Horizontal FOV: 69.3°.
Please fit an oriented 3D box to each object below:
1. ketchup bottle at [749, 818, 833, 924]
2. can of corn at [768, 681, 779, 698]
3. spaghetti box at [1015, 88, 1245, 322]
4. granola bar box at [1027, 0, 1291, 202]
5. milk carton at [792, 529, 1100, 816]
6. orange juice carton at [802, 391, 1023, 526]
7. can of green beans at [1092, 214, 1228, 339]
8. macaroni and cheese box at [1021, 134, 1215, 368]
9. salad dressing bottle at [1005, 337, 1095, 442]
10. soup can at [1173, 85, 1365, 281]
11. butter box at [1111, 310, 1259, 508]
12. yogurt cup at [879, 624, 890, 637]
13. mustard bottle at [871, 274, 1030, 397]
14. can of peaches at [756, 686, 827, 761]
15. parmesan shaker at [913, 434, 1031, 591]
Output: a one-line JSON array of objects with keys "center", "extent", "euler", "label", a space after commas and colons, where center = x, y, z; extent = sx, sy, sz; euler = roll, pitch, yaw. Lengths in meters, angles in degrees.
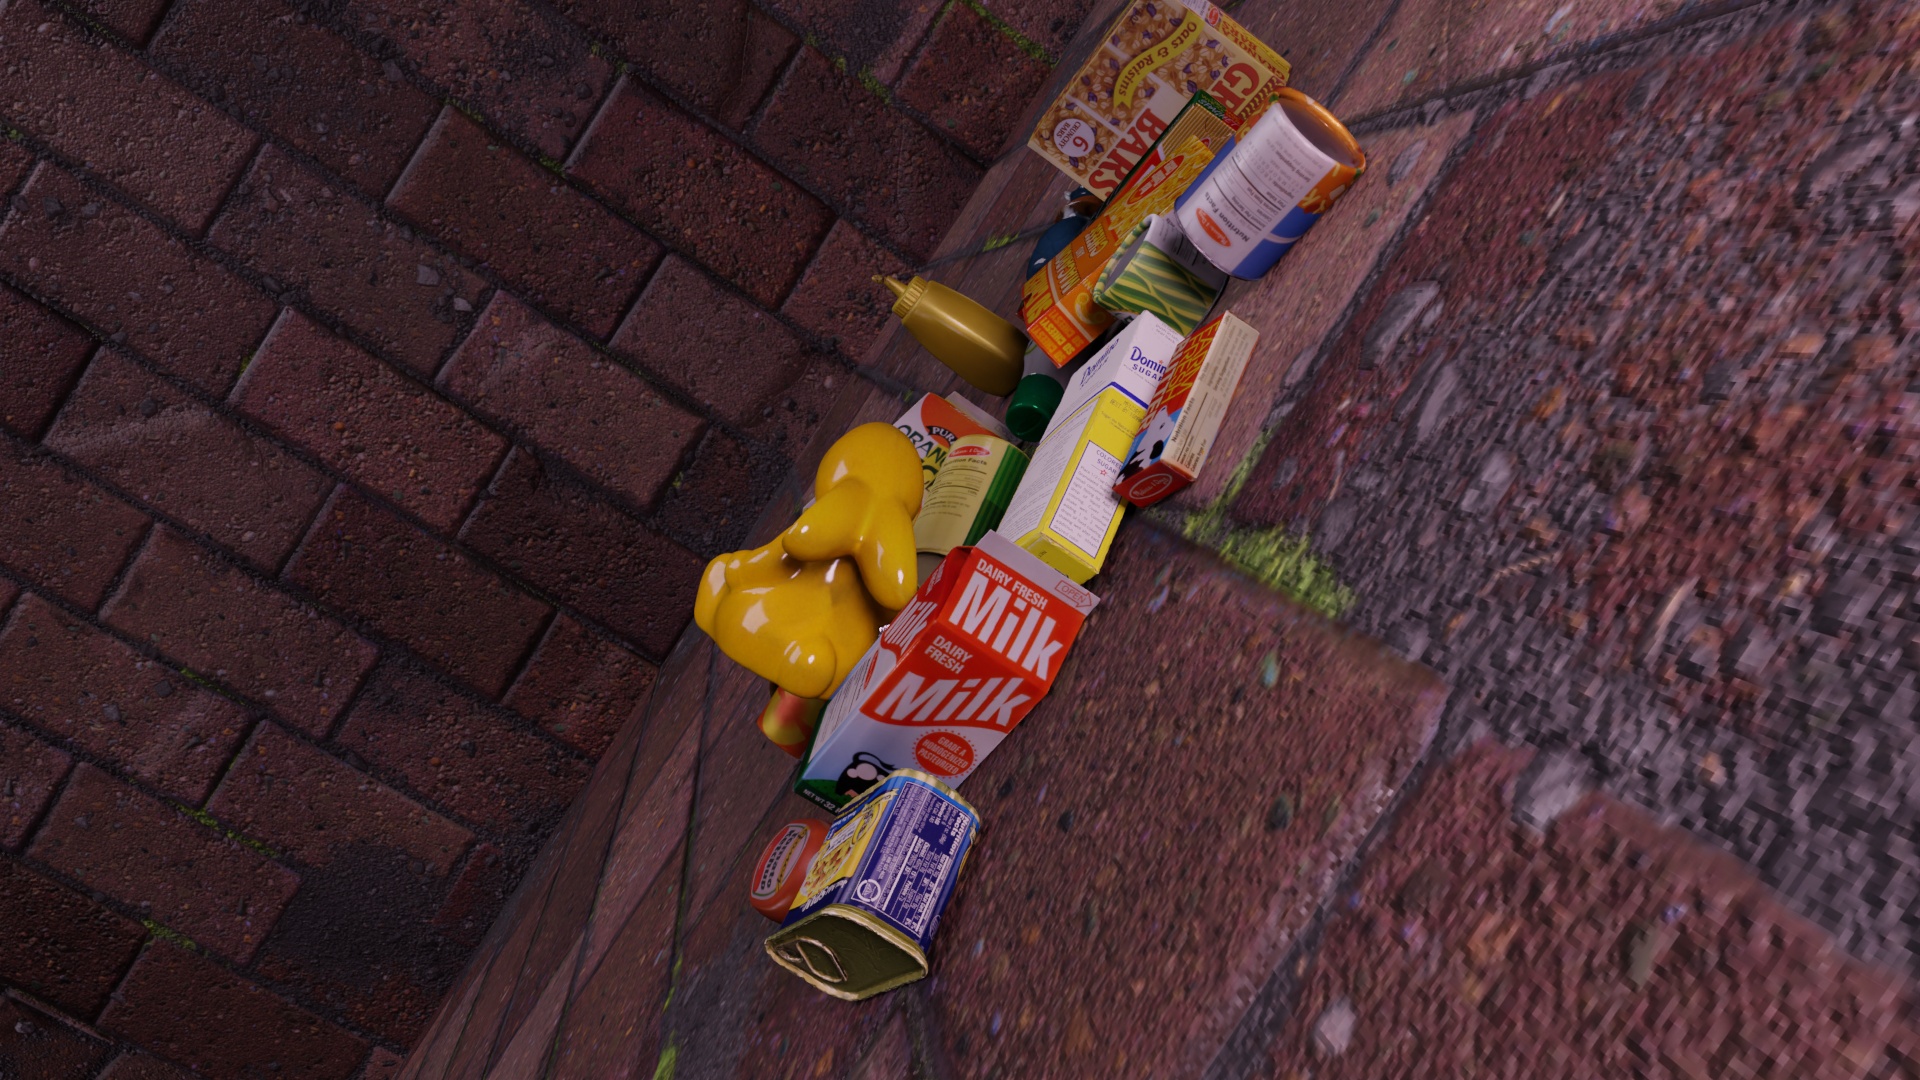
[{"center": [-0.081, 0.193, 0.802], "extent": [0.065, 0.043, 0.148], "euler": [-62, 13, -20], "label": "ketchup bottle"}, {"center": [-0.119, 0.105, 1.125], "extent": [0.071, 0.071, 0.058], "euler": [-53, 13, 19], "label": "can of corn"}, {"center": [0.129, -0.246, 1.089], "extent": [0.248, 0.050, 0.029], "euler": [-45, 15, 45], "label": "spaghetti box"}, {"center": [0.147, -0.329, 1.051], "extent": [0.164, 0.124, 0.039], "euler": [-45, 16, 45], "label": "granola bar box"}, {"center": [-0.008, 0.075, 0.752], "extent": [0.189, 0.072, 0.074], "euler": [-51, 13, 30], "label": "milk carton"}, {"center": [-0.034, -0.041, 1.049], "extent": [0.193, 0.072, 0.072], "euler": [-46, -15, -32], "label": "orange juice carton"}, {"center": [0.124, -0.161, 0.867], "extent": [0.071, 0.058, 0.071], "euler": [-54, 12, 17], "label": "can of green beans"}, {"center": [0.116, -0.203, 0.961], "extent": [0.166, 0.040, 0.124], "euler": [-39, 18, 16], "label": "macaroni and cheese box"}, {"center": [0.070, -0.135, 1.050], "extent": [0.064, 0.044, 0.148], "euler": [-37, 22, 44], "label": "salad dressing bottle"}, {"center": [0.170, -0.195, 0.760], "extent": [0.083, 0.071, 0.072], "euler": [-47, 16, 38], "label": "soup can"}, {"center": [0.119, -0.069, 0.731], "extent": [0.104, 0.024, 0.053], "euler": [-63, 14, -25], "label": "butter box"}, {"center": [-0.044, 0.058, 0.963], "extent": [0.072, 0.072, 0.054], "euler": [-59, 4, -10], "label": "yogurt cup"}, {"center": [-0.010, -0.193, 1.241], "extent": [0.065, 0.160, 0.049], "euler": [-40, 19, 52], "label": "mustard bottle"}, {"center": [-0.110, 0.127, 1.030], "extent": [0.058, 0.071, 0.071], "euler": [-57, 12, 2], "label": "can of peaches"}, {"center": [0.003, -0.012, 0.938], "extent": [0.071, 0.071, 0.103], "euler": [-41, 20, 53], "label": "parmesan shaker"}]
